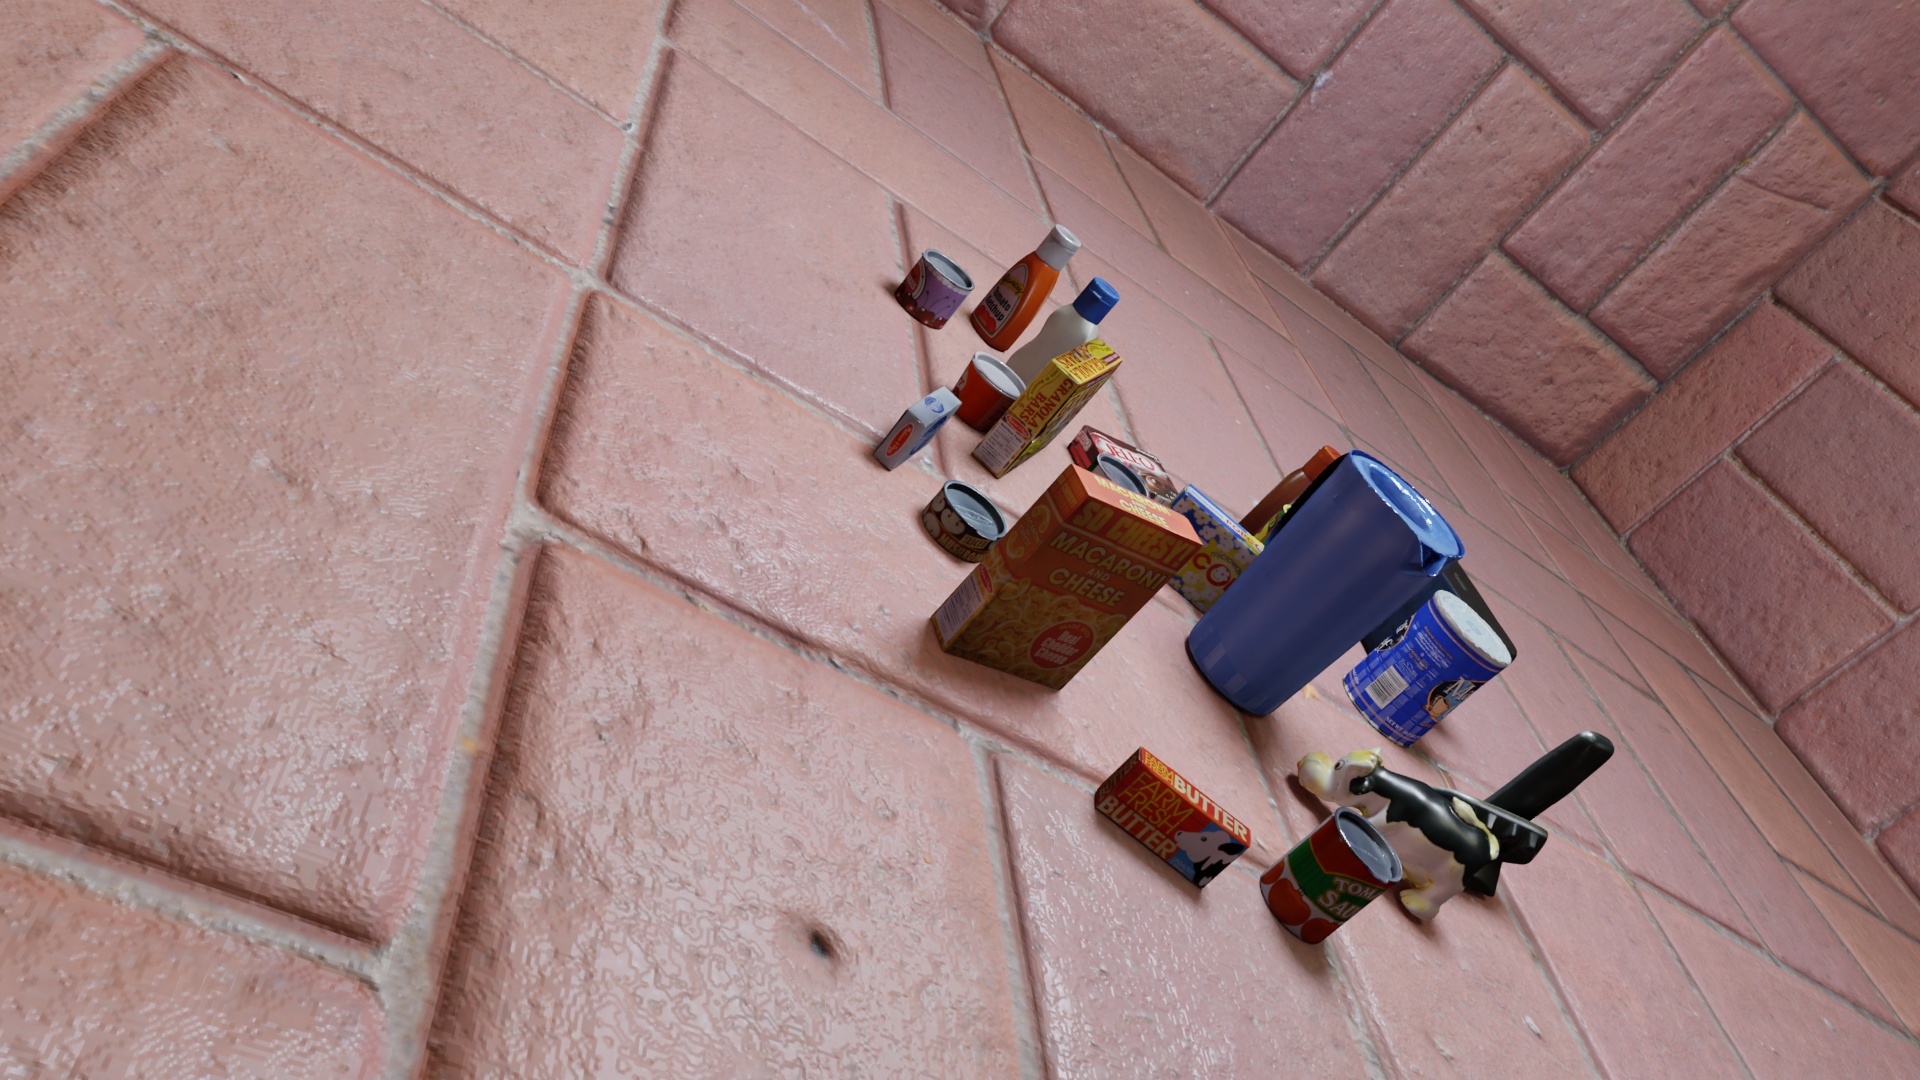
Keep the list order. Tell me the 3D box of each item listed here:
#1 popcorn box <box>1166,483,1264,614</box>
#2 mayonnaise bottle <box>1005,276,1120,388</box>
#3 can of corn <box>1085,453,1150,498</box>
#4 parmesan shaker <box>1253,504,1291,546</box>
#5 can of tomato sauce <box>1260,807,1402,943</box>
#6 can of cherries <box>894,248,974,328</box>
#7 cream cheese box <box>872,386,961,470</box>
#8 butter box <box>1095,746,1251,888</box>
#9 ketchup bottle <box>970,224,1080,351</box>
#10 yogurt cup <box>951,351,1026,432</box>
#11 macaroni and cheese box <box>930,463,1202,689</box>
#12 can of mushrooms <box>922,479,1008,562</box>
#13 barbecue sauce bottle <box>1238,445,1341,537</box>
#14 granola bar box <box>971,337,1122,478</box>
[{"bbox_3d":[0.245,0.016,1.381,0.126,0.085,0.038,40,24,-2],"label":"popcorn box"},{"bbox_3d":[0.112,-0.217,1.497,0.065,0.147,0.041,46,25,9],"label":"mayonnaise bottle"},{"bbox_3d":[0.143,-0.042,1.363,0.071,0.058,0.071,33,26,-18],"label":"can of corn"},{"bbox_3d":[0.333,0.021,1.477,0.071,0.102,0.071,33,26,-18],"label":"parmesan shaker"},{"bbox_3d":[0.277,0.253,1.041,0.071,0.082,0.071,33,26,-18],"label":"can of tomato sauce"},{"bbox_3d":[-0.030,-0.271,1.490,0.071,0.058,0.072,33,26,-18],"label":"can of cherries"},{"bbox_3d":[-0.037,-0.098,1.203,0.024,0.053,0.104,42,25,1],"label":"cream cheese box"},{"bbox_3d":[0.151,0.197,0.987,0.103,0.053,0.024,38,24,-6],"label":"butter box"},{"bbox_3d":[0.075,-0.286,1.557,0.043,0.148,0.065,15,35,-45],"label":"ketchup bottle"},{"bbox_3d":[0.025,-0.144,1.365,0.072,0.053,0.073,33,26,-18],"label":"yogurt cup"},{"bbox_3d":[0.077,0.030,1.021,0.124,0.166,0.040,22,31,-37],"label":"macaroni and cheese box"},{"bbox_3d":[0.004,-0.014,1.148,0.071,0.033,0.071,33,26,-18],"label":"can of mushrooms"},{"bbox_3d":[0.382,-0.047,1.605,0.065,0.148,0.044,11,38,-49],"label":"barbecue sauce bottle"},{"bbox_3d":[0.087,-0.131,1.350,0.039,0.123,0.166,43,25,5],"label":"granola bar box"}]
